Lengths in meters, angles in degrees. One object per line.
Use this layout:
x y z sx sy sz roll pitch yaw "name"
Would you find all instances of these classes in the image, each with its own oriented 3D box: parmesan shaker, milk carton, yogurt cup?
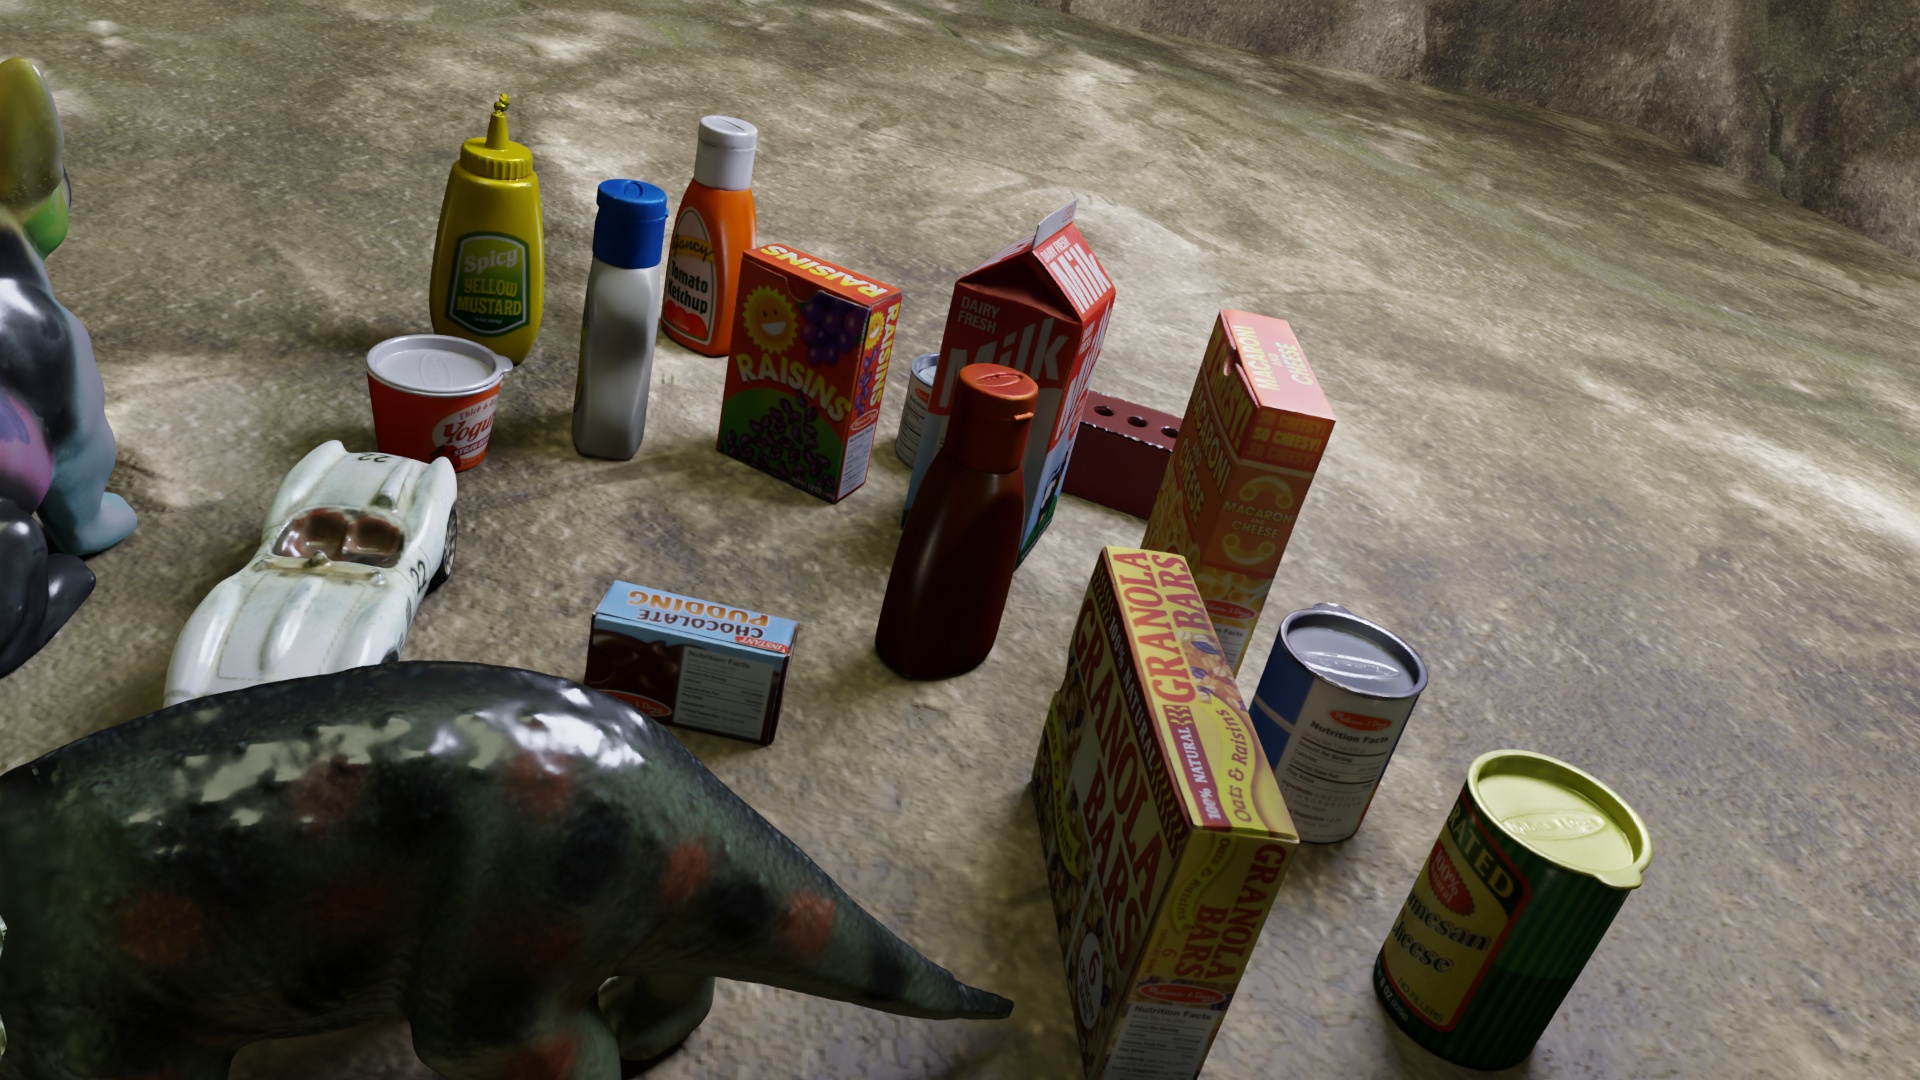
0.205 0.141 0.521 0.071 0.102 0.071 11 29 -6 "parmesan shaker"
0.030 -0.089 0.756 0.073 0.189 0.073 20 30 12 "milk carton"
-0.278 -0.071 0.732 0.072 0.053 0.073 11 29 -6 "yogurt cup"

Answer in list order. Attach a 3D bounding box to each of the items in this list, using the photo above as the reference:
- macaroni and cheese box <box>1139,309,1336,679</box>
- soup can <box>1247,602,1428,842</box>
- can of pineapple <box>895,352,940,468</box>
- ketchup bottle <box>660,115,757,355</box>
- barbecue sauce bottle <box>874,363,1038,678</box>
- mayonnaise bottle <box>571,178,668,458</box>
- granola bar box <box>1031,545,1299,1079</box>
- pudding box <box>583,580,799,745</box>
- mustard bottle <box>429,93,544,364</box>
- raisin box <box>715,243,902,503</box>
0.130 -0.017 0.698 0.040 0.165 0.124 11 29 -5 "macaroni and cheese box"
0.162 0.081 0.626 0.071 0.083 0.072 11 29 -6 "soup can"
-0.002 -0.077 0.856 0.071 0.057 0.071 11 29 -6 "can of pineapple"
-0.160 -0.199 0.909 0.065 0.148 0.044 32 34 29 "ketchup bottle"
0.002 -0.008 0.647 0.065 0.147 0.044 -15 40 -41 "barbecue sauce bottle"
-0.188 -0.122 0.764 0.041 0.147 0.065 5 30 -15 "mayonnaise bottle"
0.066 0.097 0.516 0.039 0.123 0.166 8 30 -10 "granola bar box"
-0.115 0.052 0.593 0.084 0.049 0.030 12 29 -3 "pudding box"
-0.277 -0.183 0.819 0.065 0.159 0.049 0 32 -23 "mustard bottle"
-0.088 -0.095 0.784 0.086 0.122 0.040 25 31 19 "raisin box"
